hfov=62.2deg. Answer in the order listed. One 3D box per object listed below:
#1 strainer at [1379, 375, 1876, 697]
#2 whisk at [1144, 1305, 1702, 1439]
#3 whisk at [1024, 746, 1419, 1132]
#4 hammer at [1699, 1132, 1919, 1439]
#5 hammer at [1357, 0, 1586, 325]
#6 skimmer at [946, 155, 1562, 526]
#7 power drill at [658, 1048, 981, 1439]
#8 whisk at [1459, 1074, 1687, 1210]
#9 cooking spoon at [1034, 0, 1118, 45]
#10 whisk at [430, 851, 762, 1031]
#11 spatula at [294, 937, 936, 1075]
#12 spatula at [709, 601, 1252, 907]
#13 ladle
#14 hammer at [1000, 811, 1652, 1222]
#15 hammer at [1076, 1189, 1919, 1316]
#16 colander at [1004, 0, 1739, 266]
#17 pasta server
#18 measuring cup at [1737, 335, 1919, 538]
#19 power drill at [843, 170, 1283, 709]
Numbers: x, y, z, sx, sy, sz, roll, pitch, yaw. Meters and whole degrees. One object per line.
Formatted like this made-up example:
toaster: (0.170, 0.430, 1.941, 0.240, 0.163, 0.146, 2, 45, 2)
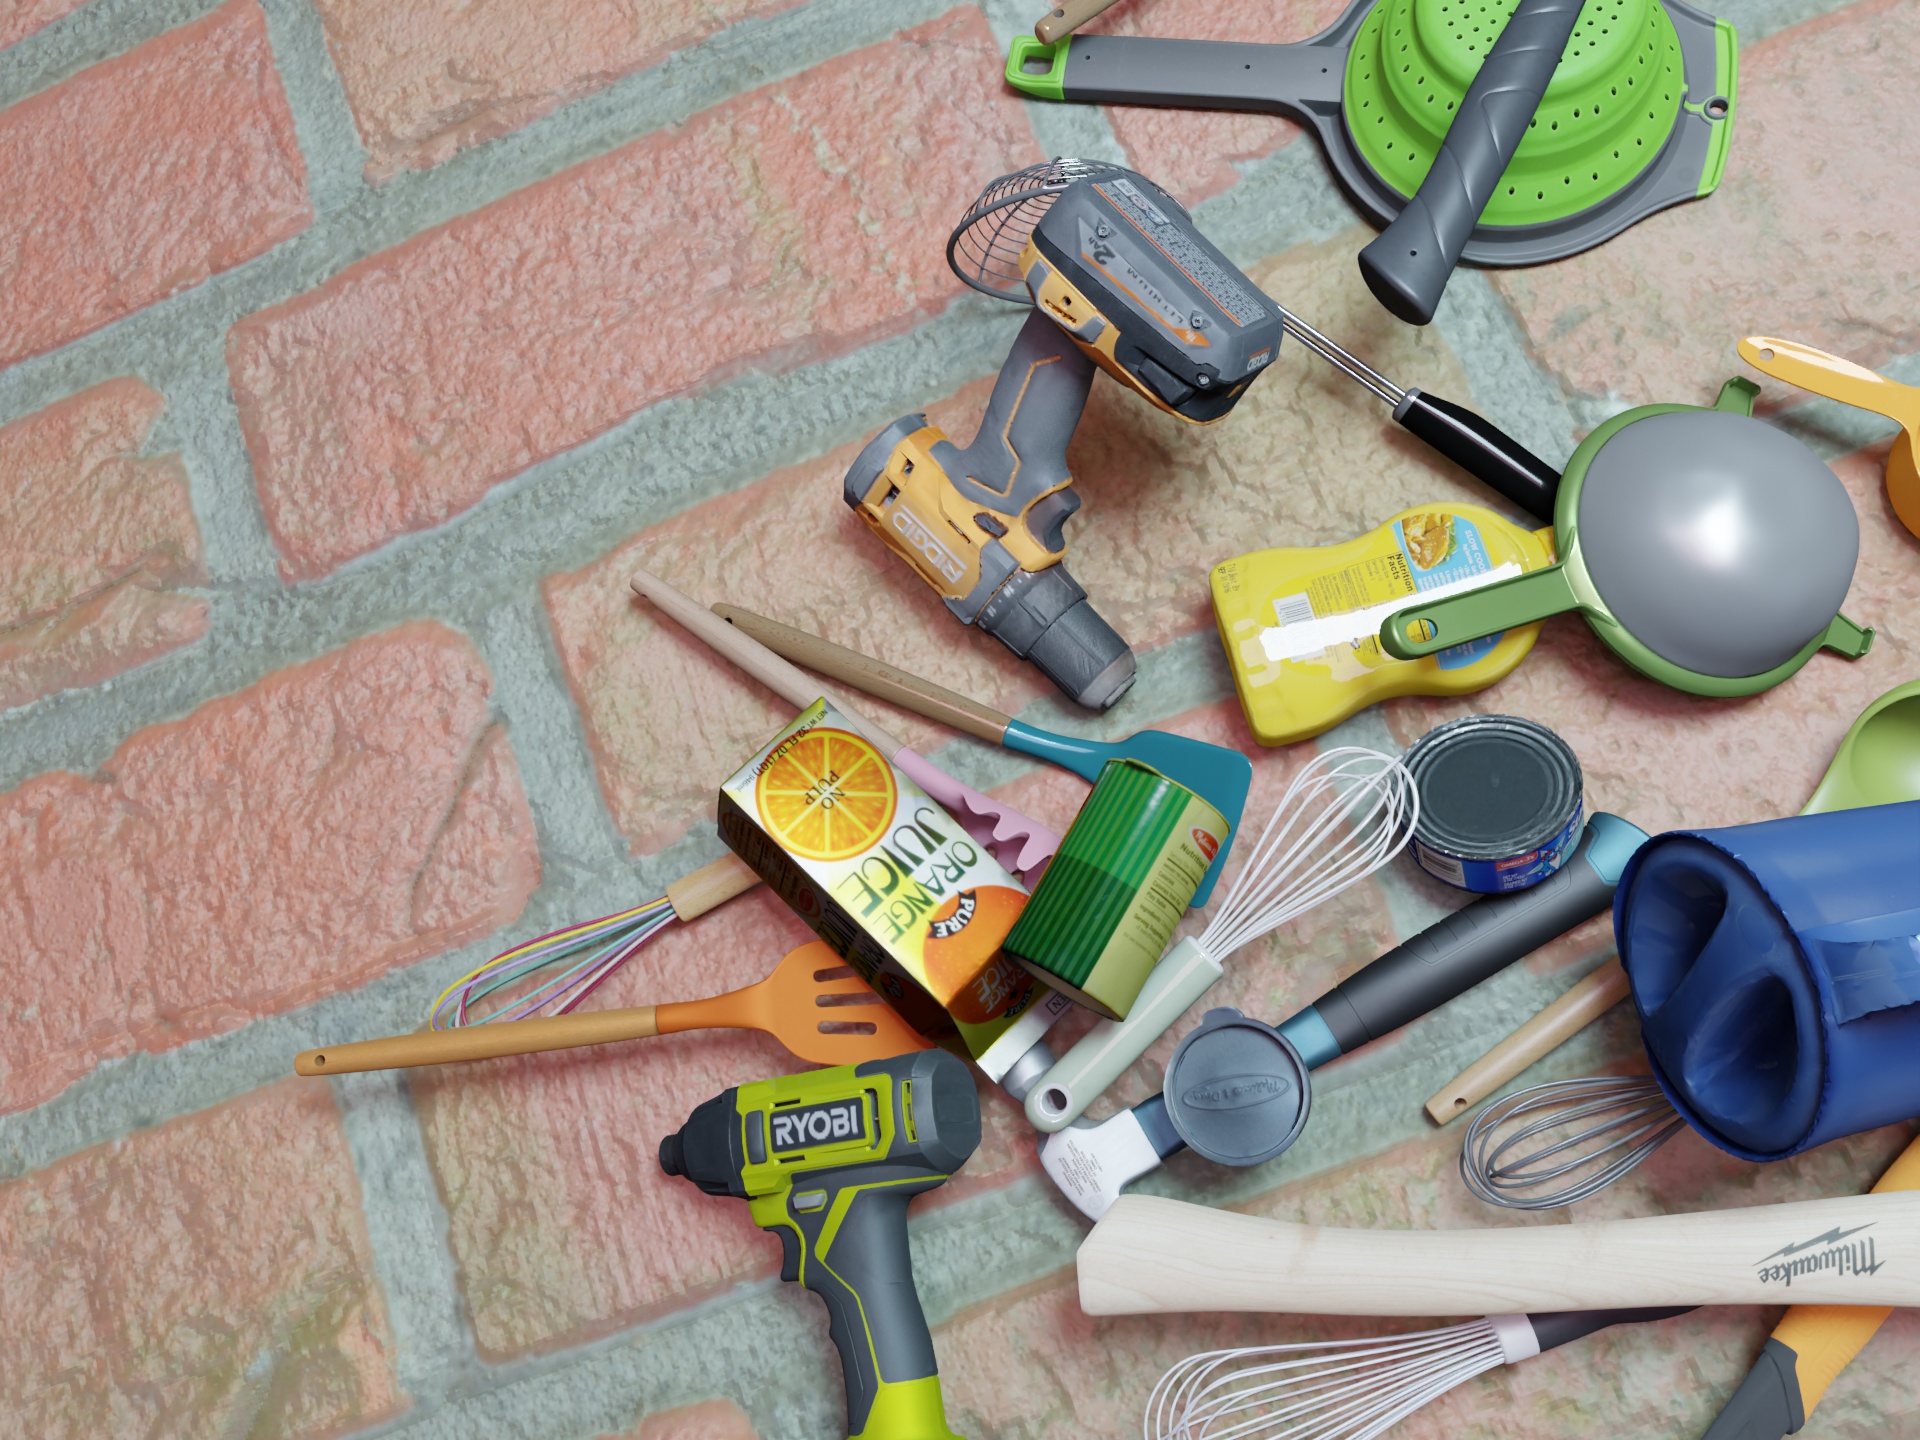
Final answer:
strainer: (0.314, -0.077, 0.729, 0.256, 0.069, 0.151, -16, 79, -17)
whisk: (0.217, 0.286, 0.713, 0.284, 0.070, 0.070, -19, 74, 1)
whisk: (0.120, 0.104, 0.749, 0.246, 0.059, 0.058, -45, 77, 3)
hammer: (0.375, 0.273, 0.687, 0.127, 0.034, 0.337, 41, 83, -1)
hammer: (0.303, -0.368, 0.768, 0.149, 0.036, 0.409, 27, 83, 13)
skimmer: (0.163, -0.175, 0.820, 0.363, 0.127, 0.090, 36, 81, 7)
power drill: (-0.065, 0.280, 0.753, 0.171, 0.080, 0.223, -16, 70, 25)
whisk: (0.341, 0.166, 0.726, 0.239, 0.055, 0.055, -21, 74, 0)
cooking spoon: (0.170, -0.475, 0.908, 0.319, 0.017, 0.069, -37, 70, -8)
whisk: (-0.168, 0.110, 0.843, 0.245, 0.051, 0.047, -28, 94, -1)
spatula: (-0.175, 0.156, 0.807, 0.322, 0.041, 0.081, -7, 76, 2)
spatula: (-0.001, -0.003, 0.831, 0.317, 0.044, 0.082, 22, 109, 17)
ladle: (0.350, 0.092, 0.735, 0.320, 0.062, 0.078, -38, 98, 3)
hammer: (0.188, 0.140, 0.765, 0.331, 0.033, 0.128, -31, 72, 2)
hammer: (0.256, 0.239, 0.669, 0.410, 0.038, 0.146, -4, 71, 8)
colander: (0.213, -0.363, 0.851, 0.397, 0.094, 0.204, 9, 78, 13)
pasta server: (-0.059, 0.010, 0.836, 0.316, 0.060, 0.040, 34, 63, 17)
measuring cup: (0.458, -0.139, 0.772, 0.174, 0.052, 0.095, 29, 84, 18)
power drill: (0.060, -0.126, 0.784, 0.185, 0.084, 0.226, 46, 128, 7)
